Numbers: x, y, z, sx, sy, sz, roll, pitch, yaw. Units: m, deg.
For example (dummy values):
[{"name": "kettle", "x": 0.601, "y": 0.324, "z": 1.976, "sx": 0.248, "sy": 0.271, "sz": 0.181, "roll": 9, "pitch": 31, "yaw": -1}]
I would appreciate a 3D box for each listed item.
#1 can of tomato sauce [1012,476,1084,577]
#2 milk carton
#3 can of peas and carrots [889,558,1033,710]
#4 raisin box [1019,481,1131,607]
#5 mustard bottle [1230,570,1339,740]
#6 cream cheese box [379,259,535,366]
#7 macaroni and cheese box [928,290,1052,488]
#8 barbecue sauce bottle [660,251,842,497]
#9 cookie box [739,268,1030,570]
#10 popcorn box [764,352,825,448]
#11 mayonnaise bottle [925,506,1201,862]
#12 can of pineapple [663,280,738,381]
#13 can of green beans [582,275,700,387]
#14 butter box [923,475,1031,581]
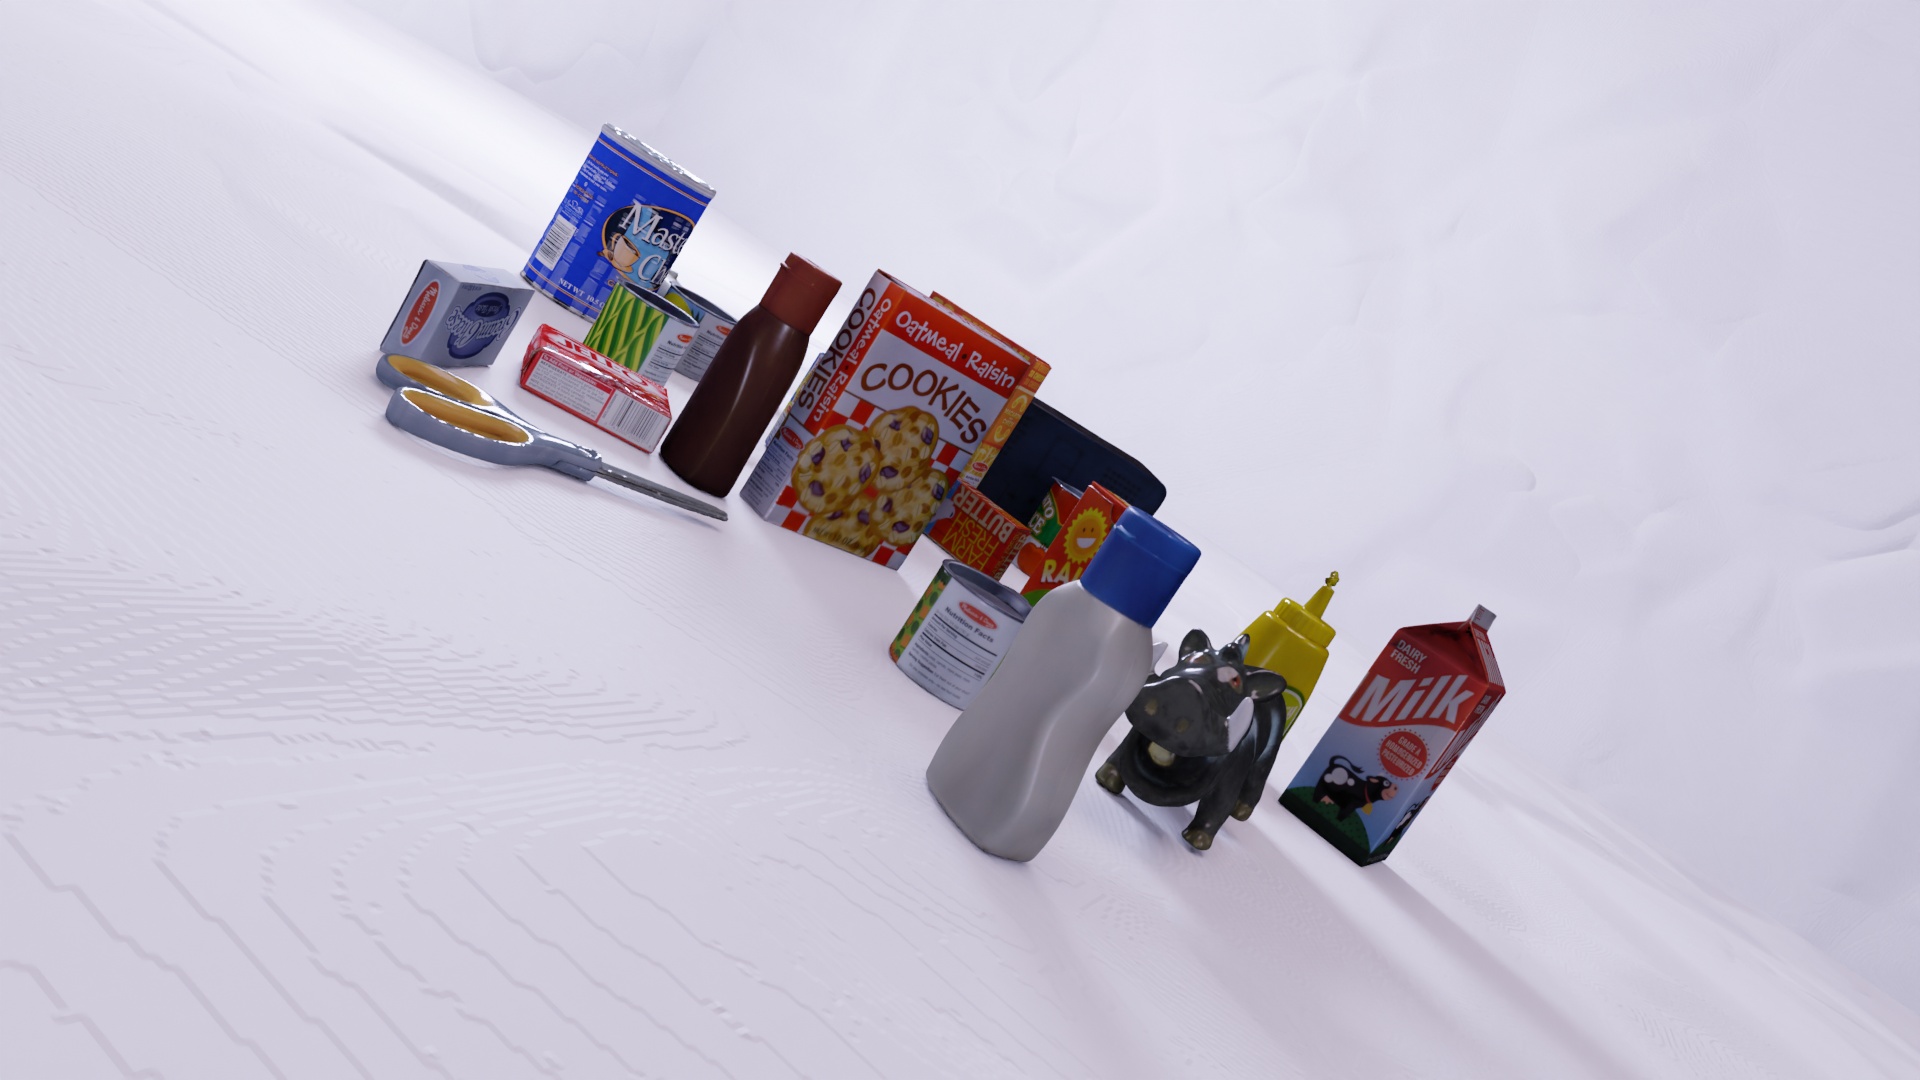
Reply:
[{"name": "can of tomato sauce", "x": 0.089, "y": -0.004, "z": 1.242, "sx": 0.071, "sy": 0.083, "sz": 0.071, "roll": 32, "pitch": 9, "yaw": -5}, {"name": "milk carton", "x": 0.311, "y": 0.127, "z": 0.963, "sx": 0.073, "sy": 0.190, "sz": 0.072, "roll": 38, "pitch": 10, "yaw": 29}, {"name": "can of peas and carrots", "x": 0.004, "y": 0.052, "z": 0.747, "sx": 0.071, "sy": 0.058, "sz": 0.071, "roll": 32, "pitch": 9, "yaw": -5}, {"name": "raisin box", "x": 0.084, "y": 0.036, "z": 0.892, "sx": 0.040, "sy": 0.123, "sz": 0.086, "roll": 26, "pitch": 11, "yaw": -38}, {"name": "mustard bottle", "x": 0.189, "y": 0.086, "z": 0.864, "sx": 0.065, "sy": 0.160, "sz": 0.049, "roll": 26, "pitch": 11, "yaw": -36}, {"name": "cream cheese box", "x": -0.270, "y": -0.121, "z": 0.751, "sx": 0.024, "sy": 0.053, "sz": 0.104, "roll": 32, "pitch": 9, "yaw": -1}, {"name": "macaroni and cheese box", "x": -0.016, "y": -0.115, "z": 1.209, "sx": 0.124, "sy": 0.166, "sz": 0.040, "roll": 37, "pitch": 9, "yaw": 24}, {"name": "barbecue sauce bottle", "x": -0.125, "y": -0.102, "z": 0.836, "sx": 0.043, "sy": 0.148, "sz": 0.065, "roll": 26, "pitch": 11, "yaw": -37}, {"name": "cookie box", "x": -0.047, "y": -0.074, "z": 0.891, "sx": 0.123, "sy": 0.167, "sz": 0.040, "roll": 24, "pitch": 12, "yaw": -45}, {"name": "popcorn box", "x": -0.075, "y": -0.077, "z": 1.072, "sx": 0.126, "sy": 0.085, "sz": 0.038, "roll": 29, "pitch": 10, "yaw": -24}, {"name": "mayonnaise bottle", "x": 0.045, "y": 0.057, "z": 0.574, "sx": 0.041, "sy": 0.148, "sz": 0.065, "roll": 26, "pitch": 11, "yaw": -39}, {"name": "can of pineapple", "x": -0.226, "y": -0.173, "z": 1.154, "sx": 0.071, "sy": 0.057, "sz": 0.071, "roll": 32, "pitch": 9, "yaw": -5}, {"name": "can of green beans", "x": -0.232, "y": -0.148, "z": 1.003, "sx": 0.071, "sy": 0.057, "sz": 0.071, "roll": 32, "pitch": 9, "yaw": -5}, {"name": "butter box", "x": 0.004, "y": -0.014, "z": 1.105, "sx": 0.104, "sy": 0.053, "sz": 0.024, "roll": 38, "pitch": 10, "yaw": 33}]
